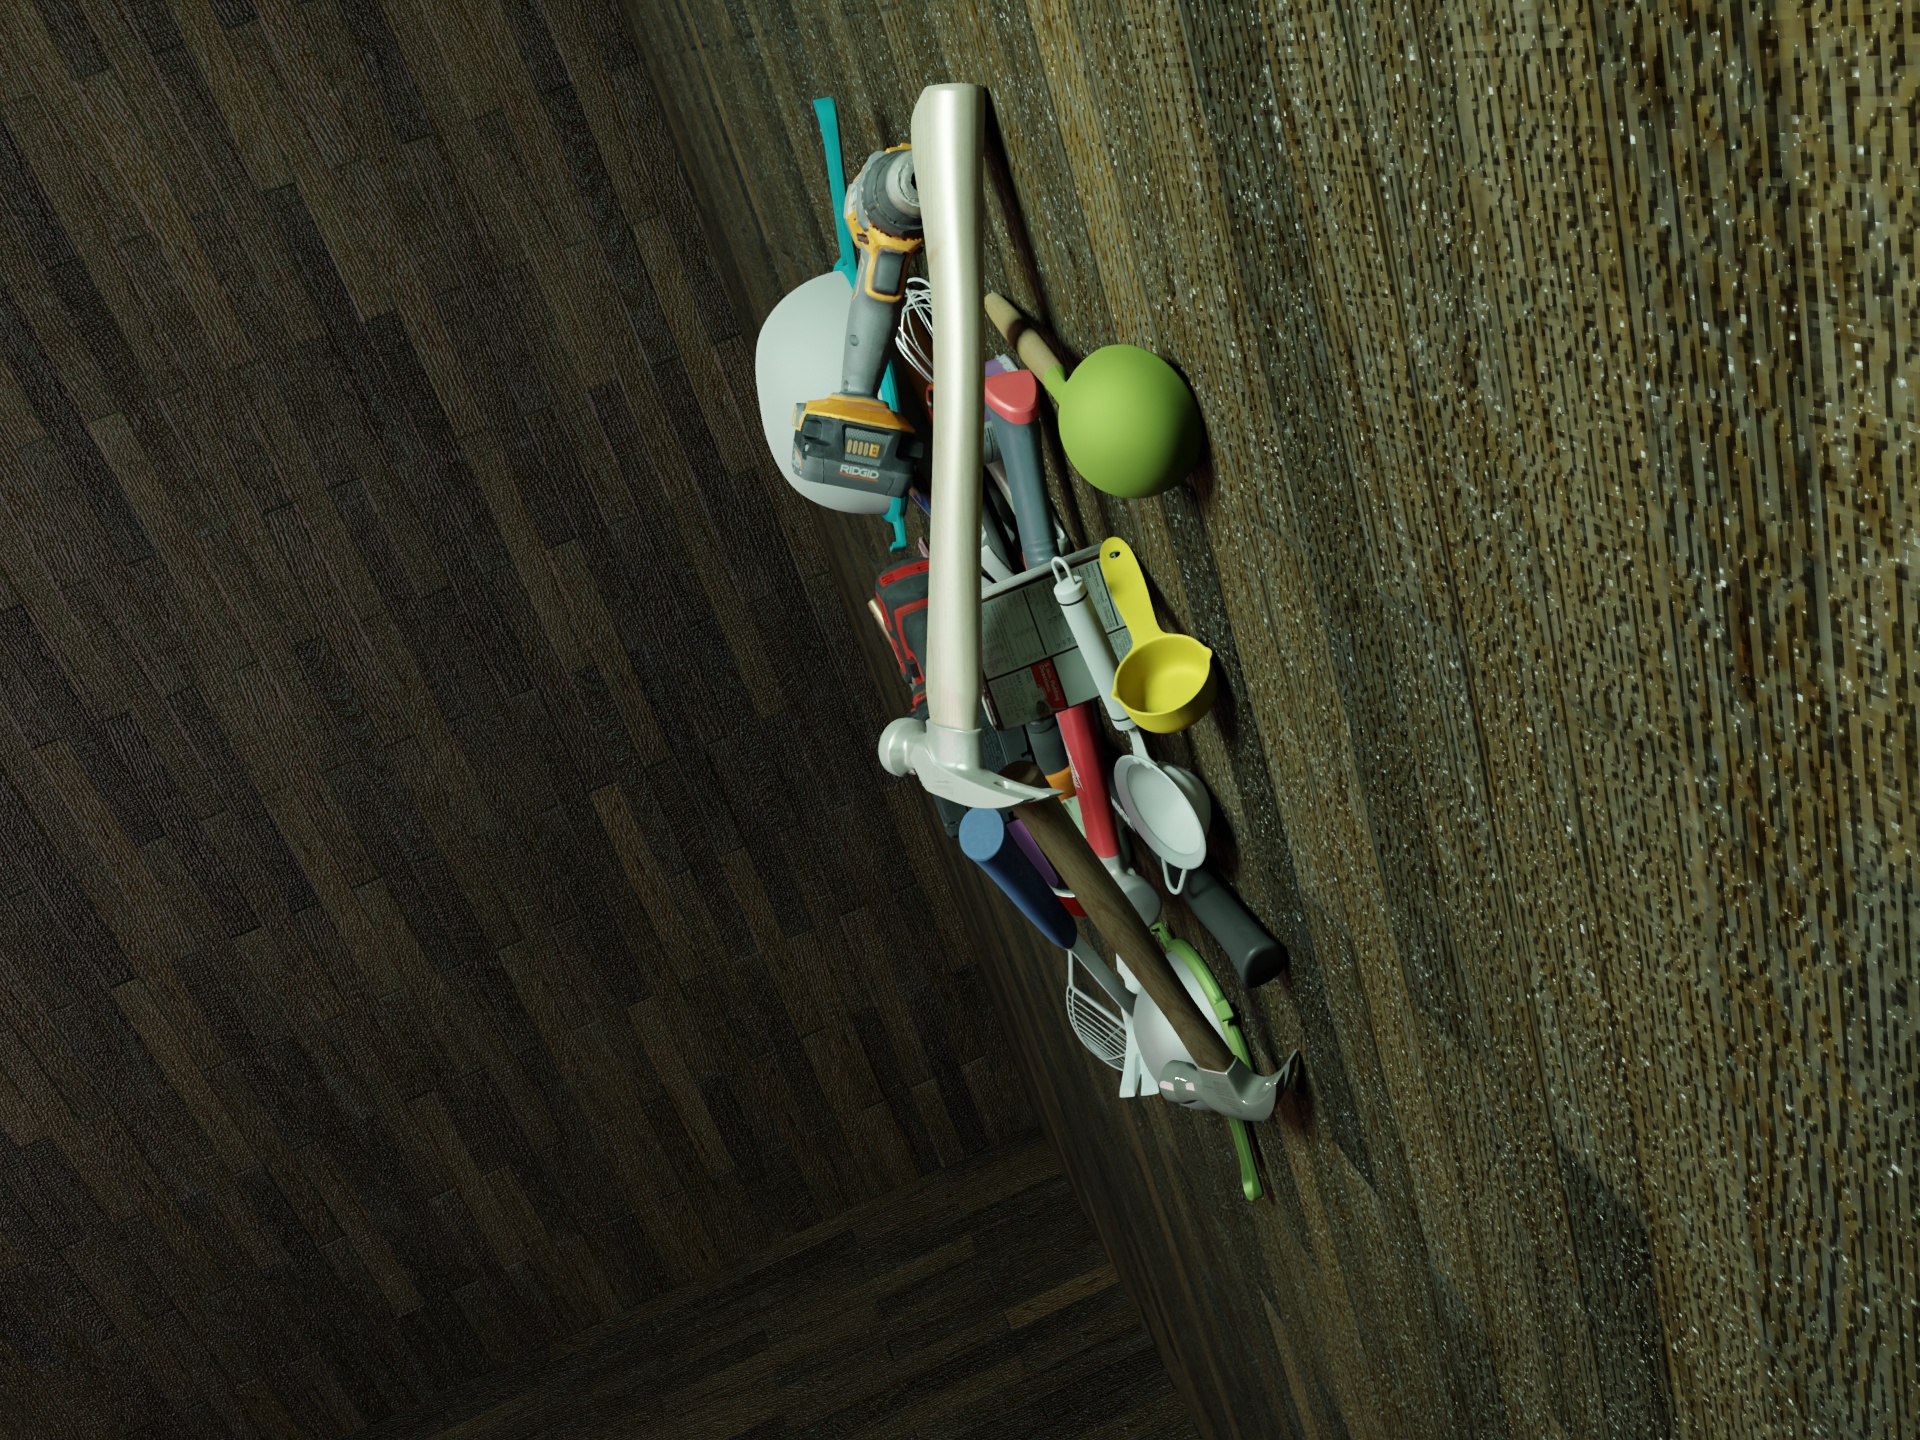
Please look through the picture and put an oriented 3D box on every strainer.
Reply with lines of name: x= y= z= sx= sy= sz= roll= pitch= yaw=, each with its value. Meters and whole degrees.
strainer: x=-0.116 y=-0.300 z=1.222 sx=0.211 sy=0.095 sz=0.340 roll=-114 pitch=13 yaw=-47
strainer: x=0.109 y=0.003 z=0.998 sx=0.087 sy=0.050 sz=0.258 roll=25 pitch=148 yaw=53
strainer: x=0.194 y=0.303 z=1.307 sx=0.152 sy=0.069 sz=0.256 roll=-127 pitch=18 yaw=-65

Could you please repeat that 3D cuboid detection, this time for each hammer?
hammer: x=0.066 y=-0.050 z=1.104 sx=0.143 sy=0.038 sz=0.386 roll=-135 pitch=30 yaw=-68
hammer: x=0.122 y=0.155 z=1.067 sx=0.130 sy=0.031 sz=0.331 roll=-2 pitch=130 yaw=49
hammer: x=0.144 y=0.085 z=1.140 sx=0.335 sy=0.035 sz=0.146 roll=-125 pitch=13 yaw=-61
hammer: x=0.004 y=-0.152 z=0.926 sx=0.146 sy=0.038 sz=0.410 roll=17 pitch=111 yaw=51
hammer: x=0.089 y=0.178 z=1.256 sx=0.405 sy=0.035 sz=0.144 roll=52 pitch=-148 yaw=-53
hammer: x=-0.012 y=-0.223 z=1.214 sx=0.127 sy=0.034 sz=0.337 roll=23 pitch=-141 yaw=-54

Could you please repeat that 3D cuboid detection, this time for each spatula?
spatula: x=0.001 y=0.019 z=1.458 sx=0.316 sy=0.018 sz=0.059 roll=57 pitch=167 yaw=11

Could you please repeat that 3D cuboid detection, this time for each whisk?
whisk: x=0.013 y=-0.217 z=1.149 sx=0.246 sy=0.058 sz=0.059 roll=62 pitch=142 yaw=14

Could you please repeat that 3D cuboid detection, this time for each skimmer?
skimmer: x=0.129 y=0.177 z=1.588 sx=0.127 sy=0.090 sz=0.363 roll=133 pitch=125 yaw=-85

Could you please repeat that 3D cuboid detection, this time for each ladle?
ladle: x=0.060 y=-0.202 z=0.893 sx=0.320 sy=0.062 sz=0.078 roll=-111 pitch=6 yaw=-61

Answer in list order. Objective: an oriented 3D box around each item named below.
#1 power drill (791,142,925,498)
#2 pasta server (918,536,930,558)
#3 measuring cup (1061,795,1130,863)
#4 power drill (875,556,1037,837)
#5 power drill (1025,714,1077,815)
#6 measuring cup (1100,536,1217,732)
power drill: x=-0.053 y=-0.267 z=1.058 sx=0.185 sy=0.084 sz=0.226 roll=-132 pitch=53 yaw=-75
pasta server: x=0.007 y=-0.121 z=1.298 sx=0.316 sy=0.060 sz=0.040 roll=-112 pitch=8 yaw=-76
measuring cup: x=0.130 y=0.109 z=1.325 sx=0.168 sy=0.038 sz=0.083 roll=-136 pitch=24 yaw=-69
power drill: x=-0.002 y=-0.004 z=1.243 sx=0.227 sy=0.080 sz=0.187 roll=-112 pitch=3 yaw=-56
power drill: x=0.040 y=-0.018 z=1.441 sx=0.227 sy=0.084 sz=0.164 roll=57 pitch=168 yaw=38
measuring cup: x=0.110 y=-0.053 z=0.941 sx=0.029 sy=0.062 sz=0.157 roll=55 pitch=-165 yaw=-43
